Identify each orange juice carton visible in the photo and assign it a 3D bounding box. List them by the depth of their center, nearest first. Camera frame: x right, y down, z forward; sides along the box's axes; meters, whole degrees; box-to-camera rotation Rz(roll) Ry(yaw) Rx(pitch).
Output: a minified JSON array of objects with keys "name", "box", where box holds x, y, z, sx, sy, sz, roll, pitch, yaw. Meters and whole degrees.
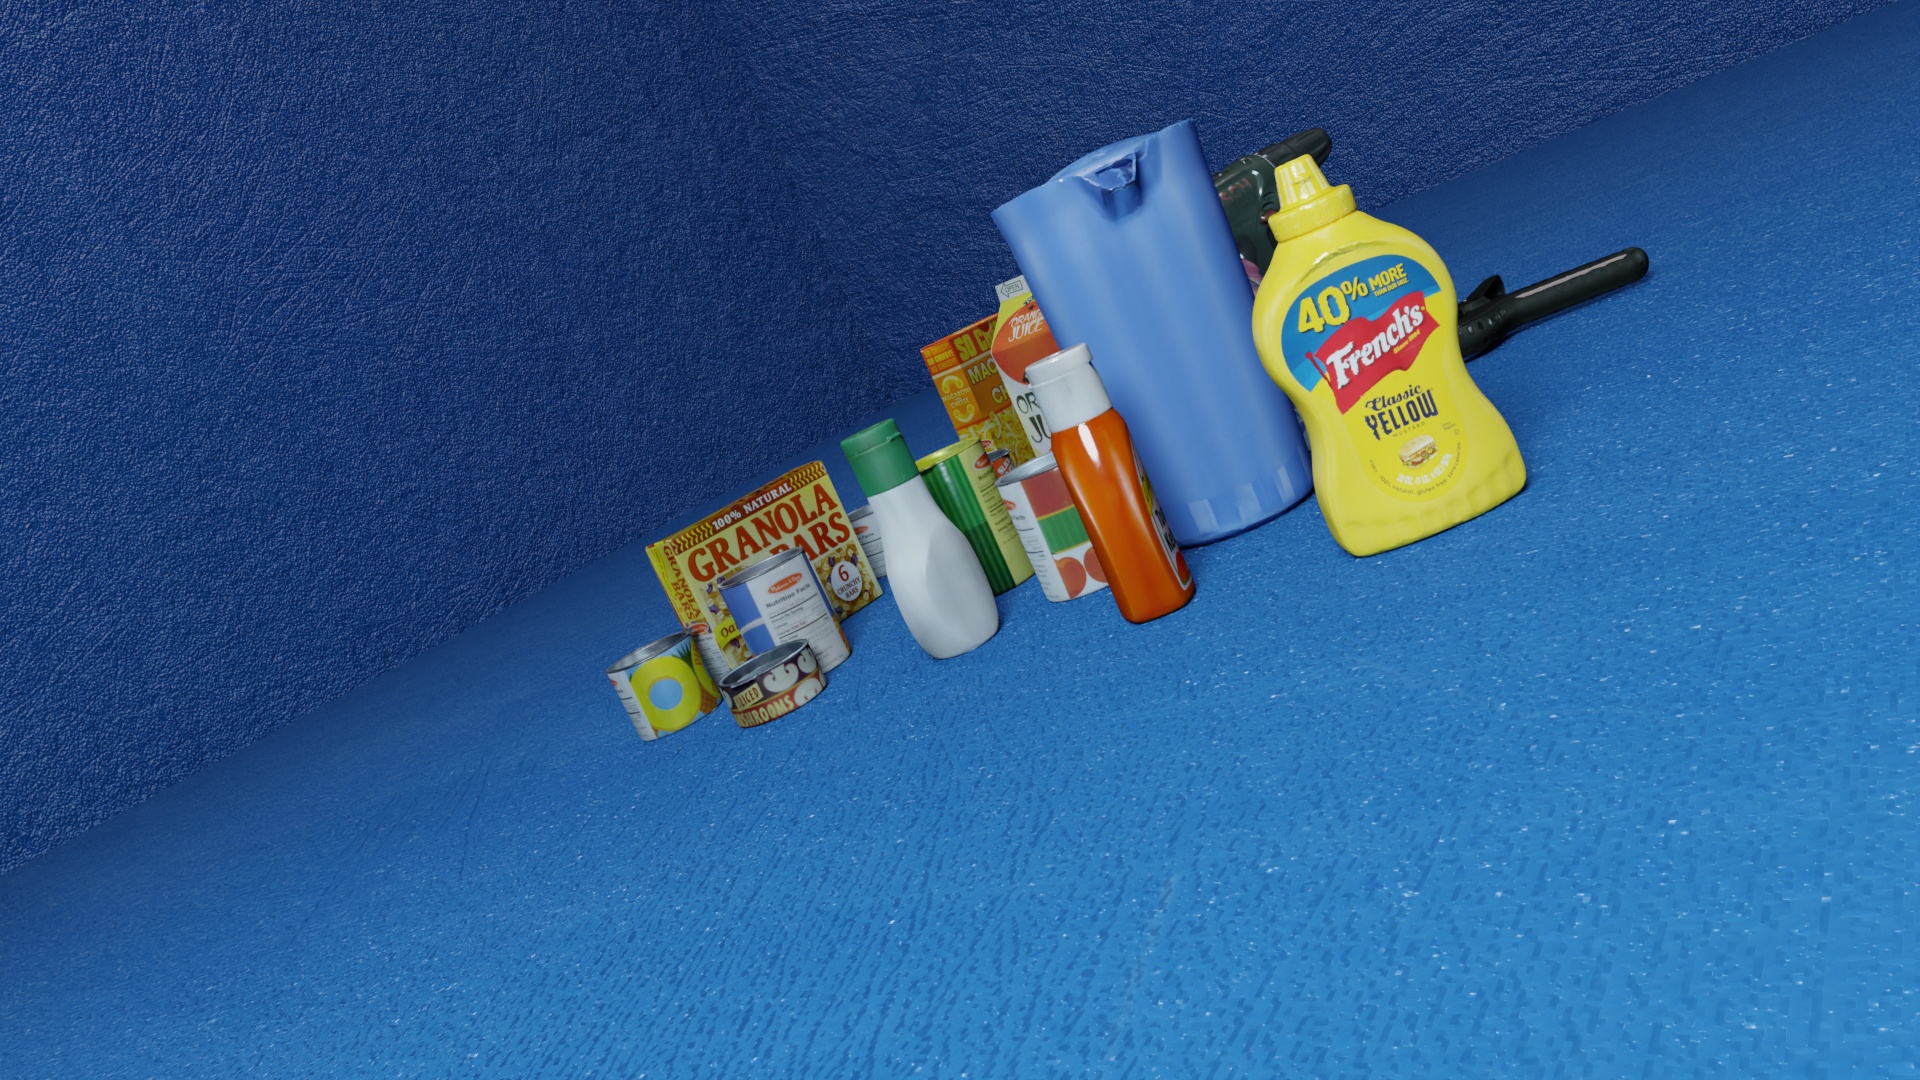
[{"name":"orange juice carton","box":[0.089,-0.111,1.033,0.071,0.192,0.073,-15,13,46]}]

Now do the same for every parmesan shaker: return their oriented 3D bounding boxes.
[{"name":"parmesan shaker","box":[0.003,-0.012,0.976,0.071,0.103,0.071,-24,9,4]}]

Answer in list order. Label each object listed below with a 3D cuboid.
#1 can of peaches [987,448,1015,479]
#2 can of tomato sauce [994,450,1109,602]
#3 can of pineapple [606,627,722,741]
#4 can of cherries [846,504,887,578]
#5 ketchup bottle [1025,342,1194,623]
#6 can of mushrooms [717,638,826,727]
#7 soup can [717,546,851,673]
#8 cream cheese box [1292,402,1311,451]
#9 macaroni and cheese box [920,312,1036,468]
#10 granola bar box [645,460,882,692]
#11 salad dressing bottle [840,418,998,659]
[{"name":"can of peaches","box":[0.025,-0.042,1.230,0.071,0.058,0.071,-24,9,4]},{"name":"can of tomato sauce","box":[0.070,-0.013,0.873,0.071,0.083,0.071,-24,9,4]},{"name":"can of pineapple","box":[-0.213,0.104,1.010,0.071,0.057,0.071,-24,9,4]},{"name":"can of cherries","box":[-0.069,-0.004,1.252,0.071,0.058,0.071,-24,9,4]},{"name":"ketchup bottle","box":[0.079,-0.032,0.751,0.043,0.148,0.065,-23,9,11]},{"name":"can of mushrooms","box":[-0.125,0.095,0.916,0.071,0.033,0.071,-24,9,4]},{"name":"soup can","box":[-0.124,0.055,0.980,0.071,0.083,0.071,-24,9,4]},{"name":"cream cheese box","box":[0.208,-0.076,0.969,0.104,0.053,0.024,-25,9,-1]},{"name":"macaroni and cheese box","box":[0.040,-0.132,1.356,0.040,0.166,0.124,-18,11,37]},{"name":"granola bar box","box":[-0.150,0.025,1.090,0.039,0.124,0.166,-16,12,45]},{"name":"salad dressing bottle","box":[-0.026,-0.001,0.852,0.044,0.147,0.064,-17,12,41]}]
